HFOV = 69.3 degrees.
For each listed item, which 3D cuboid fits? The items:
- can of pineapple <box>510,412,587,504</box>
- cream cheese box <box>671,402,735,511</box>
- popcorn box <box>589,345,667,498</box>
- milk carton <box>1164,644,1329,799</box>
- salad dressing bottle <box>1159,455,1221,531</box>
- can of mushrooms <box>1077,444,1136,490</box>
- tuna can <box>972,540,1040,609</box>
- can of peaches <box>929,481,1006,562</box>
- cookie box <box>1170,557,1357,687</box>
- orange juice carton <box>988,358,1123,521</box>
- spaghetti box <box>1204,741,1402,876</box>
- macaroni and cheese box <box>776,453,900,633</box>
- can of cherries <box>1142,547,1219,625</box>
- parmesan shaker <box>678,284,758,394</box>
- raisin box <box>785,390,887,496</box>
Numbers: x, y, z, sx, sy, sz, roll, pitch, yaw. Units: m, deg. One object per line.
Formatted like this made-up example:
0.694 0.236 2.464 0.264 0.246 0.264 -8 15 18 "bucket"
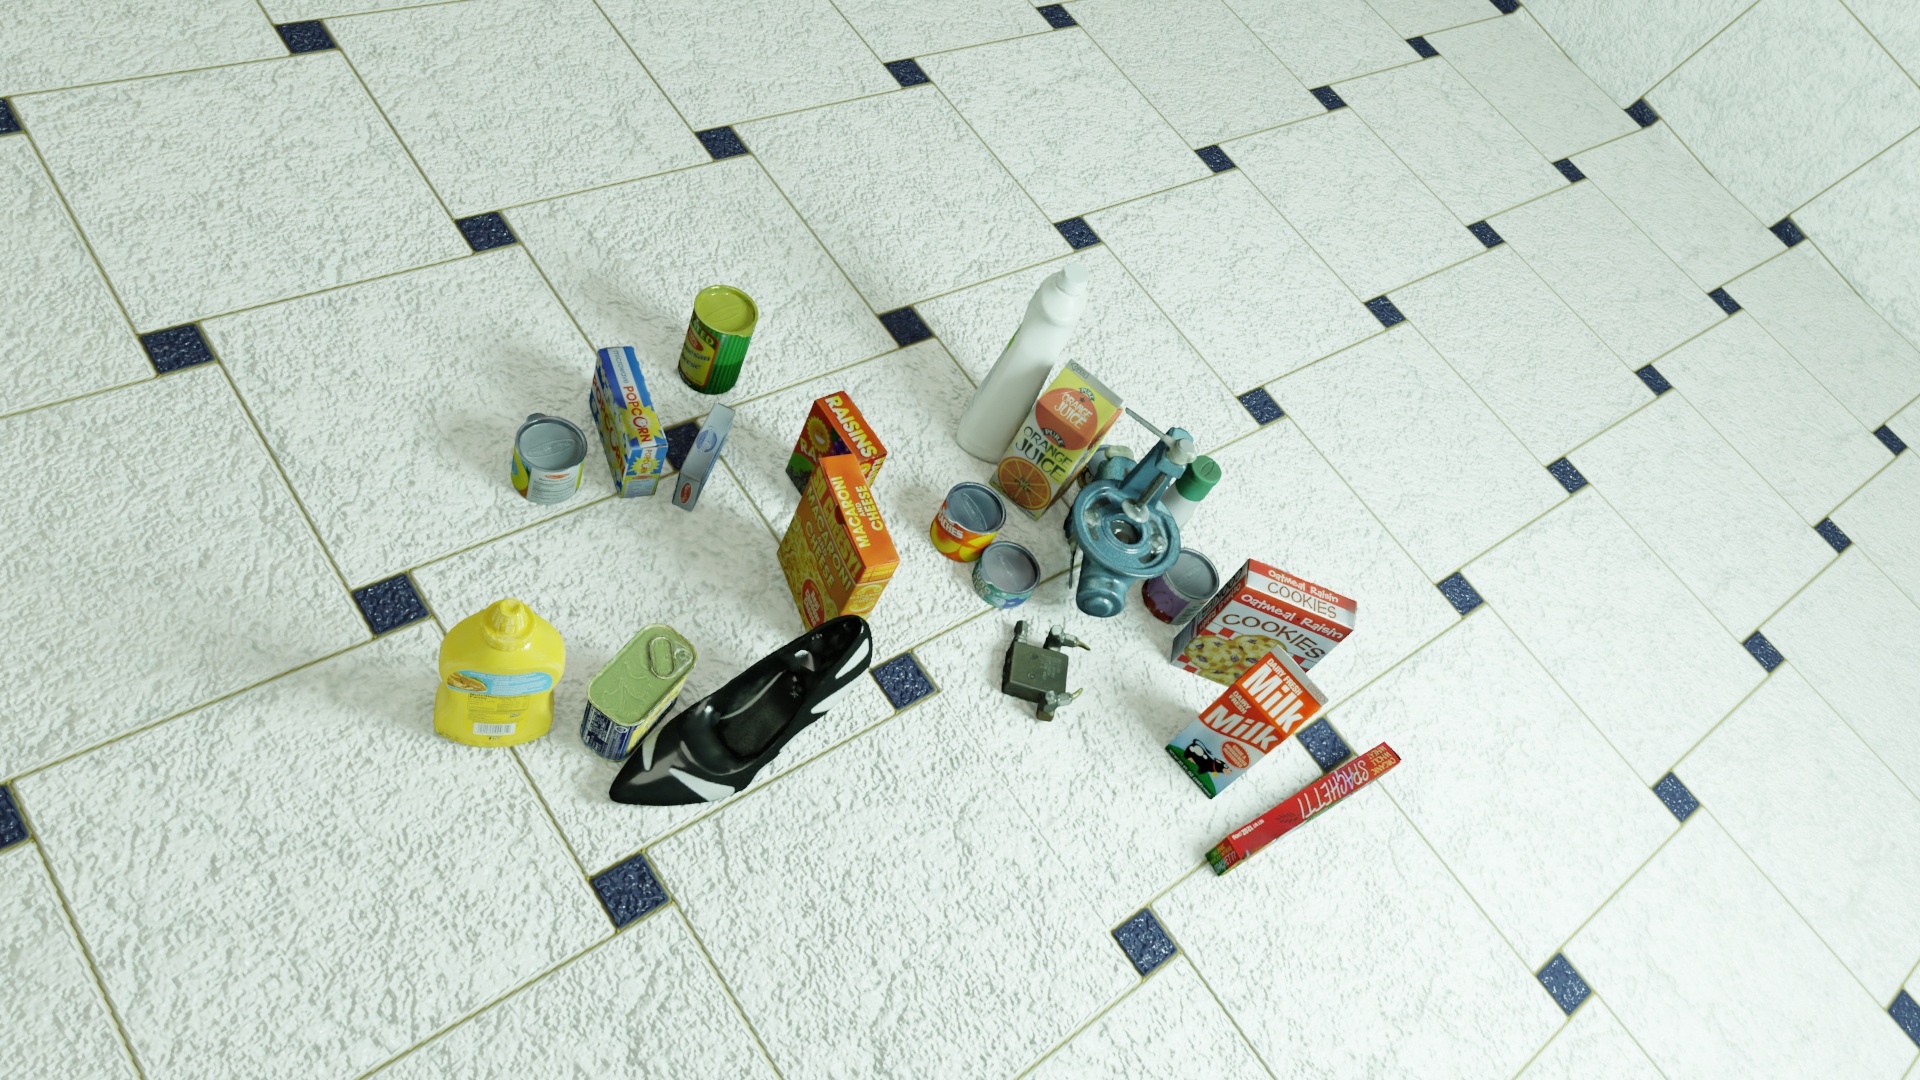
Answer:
-0.393 -0.078 1.326 0.071 0.057 0.071 11 53 -16 "can of pineapple"
-0.258 -0.084 1.392 0.024 0.053 0.104 23 51 -7 "cream cheese box"
-0.328 -0.116 1.364 0.038 0.084 0.127 -9 61 -28 "popcorn box"
0.285 0.172 1.354 0.074 0.189 0.072 -32 74 -36 "milk carton"
0.233 -0.036 1.506 0.044 0.146 0.064 40 51 7 "salad dressing bottle"
0.166 -0.075 1.579 0.071 0.033 0.071 11 53 -16 "can of mushrooms"
0.045 0.037 1.449 0.071 0.032 0.071 11 53 -16 "tuna can"
0.005 -0.018 1.455 0.071 0.057 0.071 11 53 -16 "can of peaches"
0.310 0.095 1.434 0.123 0.166 0.040 21 51 -8 "cookie box"
0.107 -0.112 1.478 0.072 0.191 0.073 40 51 7 "orange juice carton"
0.350 0.269 1.404 0.251 0.050 0.029 -21 67 -33 "spaghetti box"
-0.119 0.017 1.307 0.040 0.165 0.124 -10 62 -29 "macaroni and cheese box"
0.237 0.048 1.506 0.071 0.058 0.072 11 53 -16 "can of cherries"
-0.253 -0.206 1.448 0.071 0.102 0.071 11 53 -16 "parmesan shaker"
-0.126 -0.079 1.400 0.040 0.122 0.086 -22 68 -33 "raisin box"
